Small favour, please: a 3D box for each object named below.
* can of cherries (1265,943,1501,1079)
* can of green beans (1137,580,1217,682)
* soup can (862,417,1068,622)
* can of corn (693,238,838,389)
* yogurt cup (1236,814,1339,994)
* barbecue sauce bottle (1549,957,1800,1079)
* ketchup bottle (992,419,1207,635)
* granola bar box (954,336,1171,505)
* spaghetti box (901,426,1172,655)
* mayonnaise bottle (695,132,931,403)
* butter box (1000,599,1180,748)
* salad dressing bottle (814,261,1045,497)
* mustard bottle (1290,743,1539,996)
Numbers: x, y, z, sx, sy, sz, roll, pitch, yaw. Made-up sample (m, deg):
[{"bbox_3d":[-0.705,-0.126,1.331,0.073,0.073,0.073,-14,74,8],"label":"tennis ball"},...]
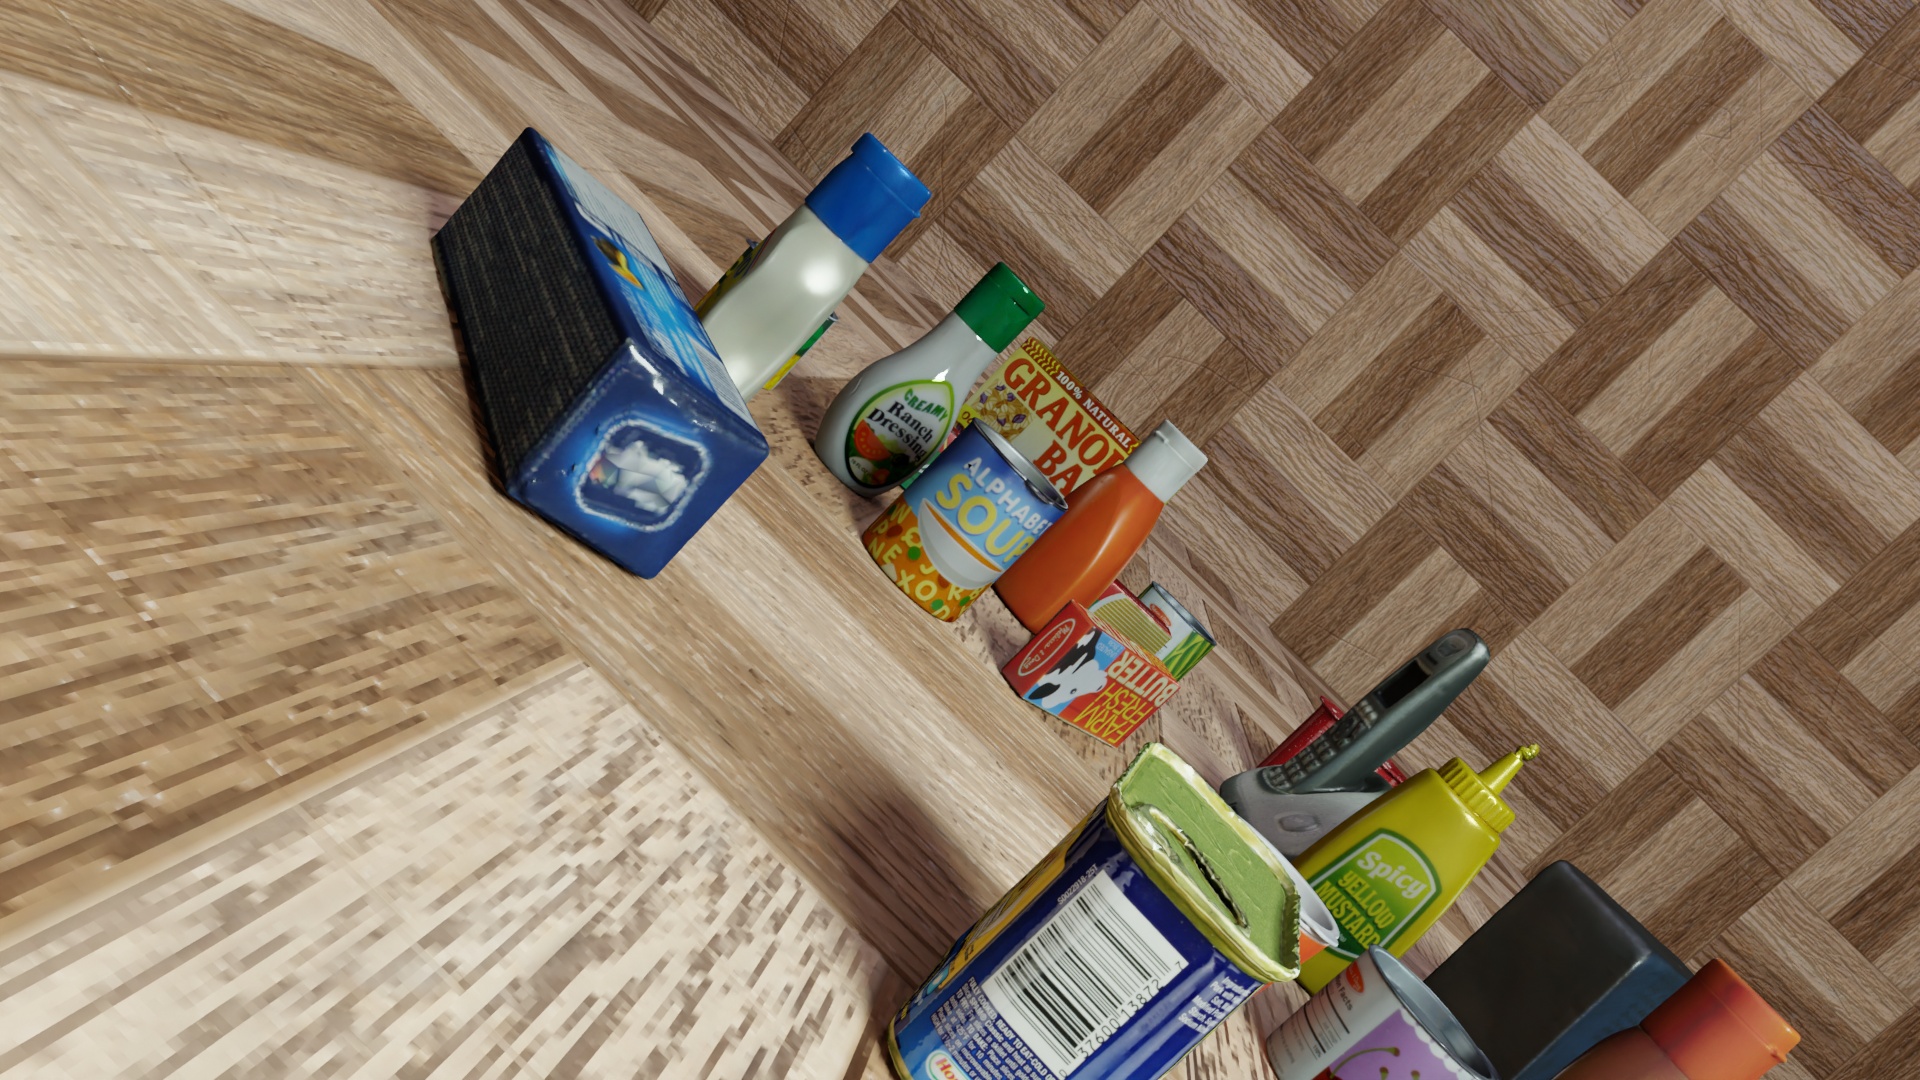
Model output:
[{"bbox_3d":[0.163,0.203,0.536,0.071,0.058,0.071,43,9,-9],"label":"can of cherries"},{"bbox_3d":[0.144,0.073,1.018,0.071,0.057,0.071,43,9,-9],"label":"can of green beans"},{"bbox_3d":[0.002,-0.009,0.697,0.071,0.083,0.071,43,9,-9],"label":"soup can"},{"bbox_3d":[-0.116,-0.131,0.804,0.071,0.058,0.071,43,9,-9],"label":"can of corn"},{"bbox_3d":[0.107,0.148,0.550,0.072,0.054,0.072,43,9,-9],"label":"yogurt cup"},{"bbox_3d":[0.233,0.214,0.503,0.064,0.148,0.044,38,11,-37],"label":"barbecue sauce bottle"},{"bbox_3d":[0.086,-0.009,0.850,0.043,0.148,0.065,36,12,-44],"label":"ketchup bottle"},{"bbox_3d":[0.069,-0.056,1.057,0.166,0.124,0.039,49,10,25],"label":"granola bar box"},{"bbox_3d":[0.034,-0.003,0.910,0.250,0.050,0.029,42,9,-11],"label":"spaghetti box"},{"bbox_3d":[-0.075,-0.097,0.559,0.041,0.148,0.065,42,9,-17],"label":"mayonnaise bottle"},{"bbox_3d":[0.070,0.072,0.726,0.103,0.053,0.024,34,14,-49],"label":"butter box"},{"bbox_3d":[-0.017,-0.090,0.773,0.064,0.147,0.044,39,11,-33],"label":"salad dressing bottle"},{"bbox_3d":[0.215,0.150,0.670,0.065,0.160,0.049,46,9,13],"label":"mustard bottle"}]
